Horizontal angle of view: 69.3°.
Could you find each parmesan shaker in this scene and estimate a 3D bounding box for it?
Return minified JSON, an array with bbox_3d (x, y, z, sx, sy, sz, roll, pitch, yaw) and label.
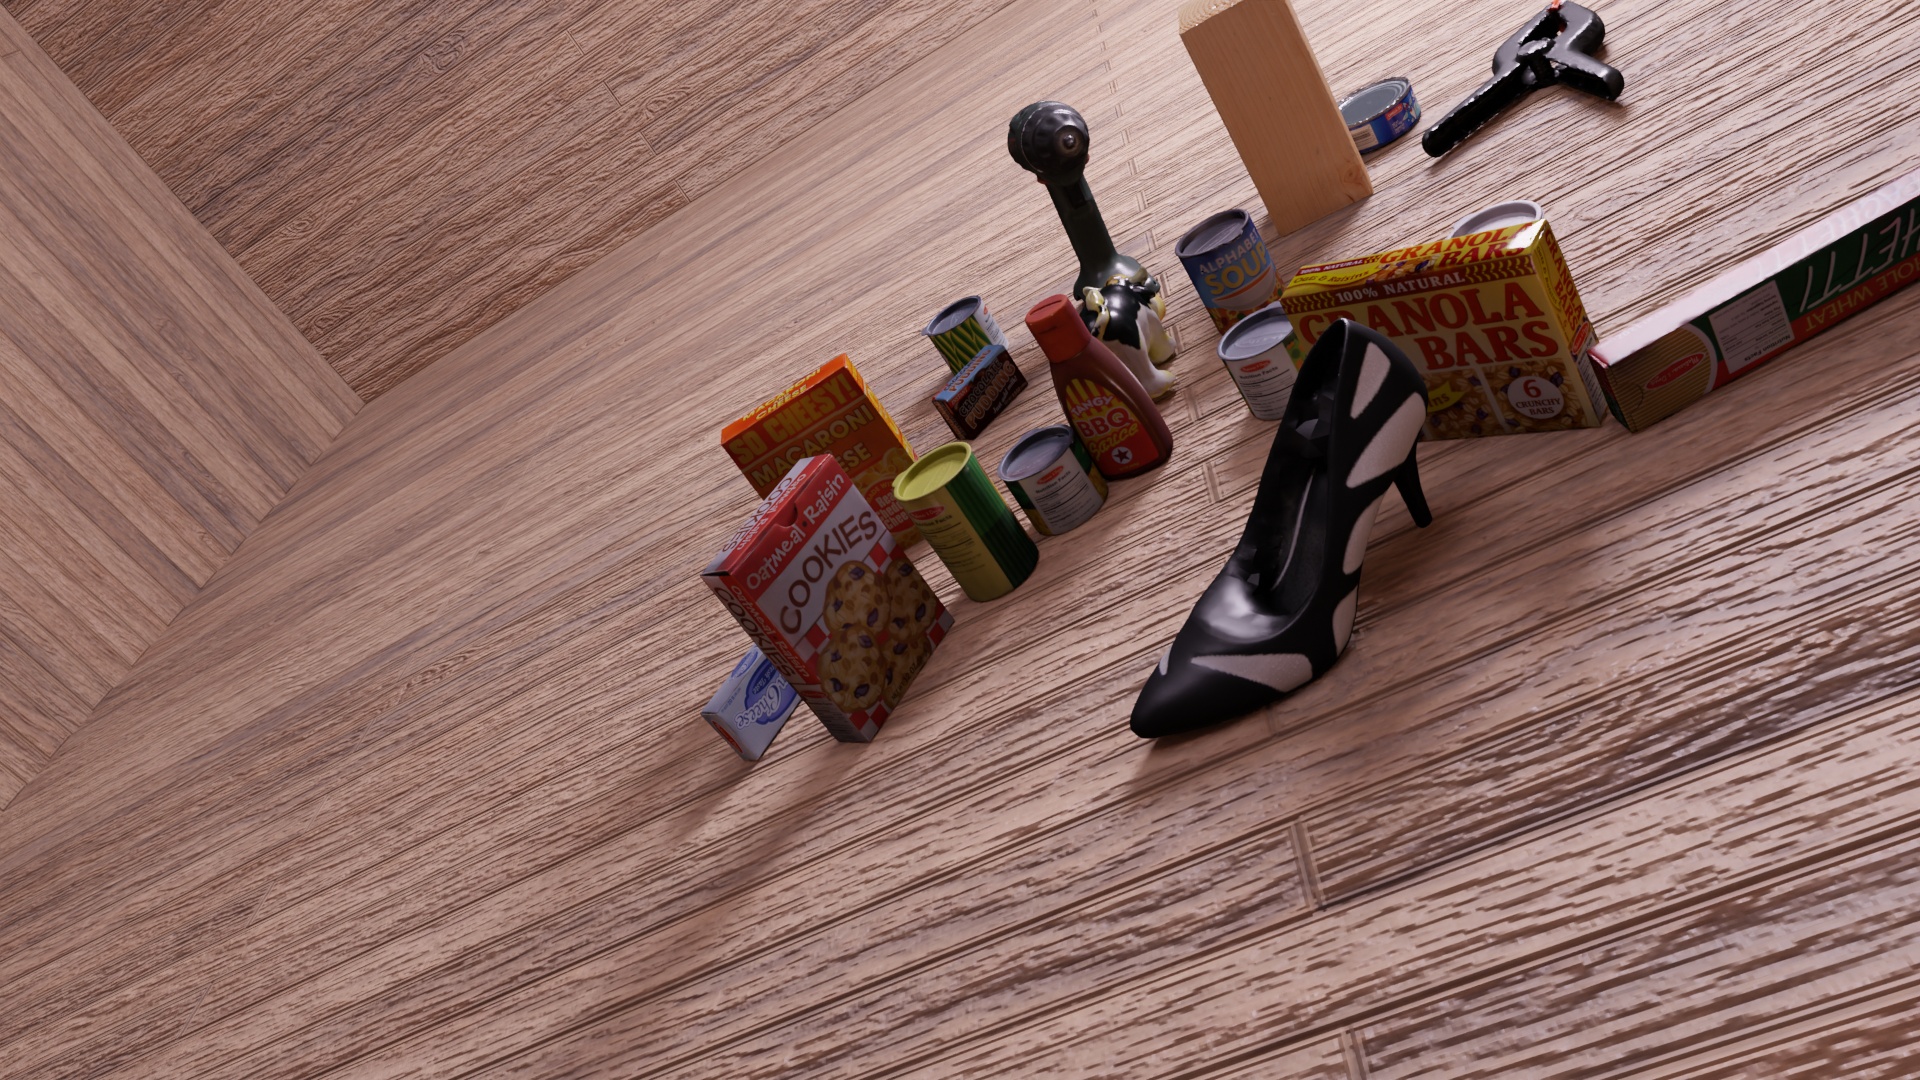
[{"bbox_3d":[0.004,-0.013,1.034,0.071,0.102,0.071,-28,27,15],"label":"parmesan shaker"}]

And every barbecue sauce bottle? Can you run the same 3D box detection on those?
[{"bbox_3d":[0.100,-0.115,1.040,0.064,0.148,0.044,-18,31,31],"label":"barbecue sauce bottle"}]

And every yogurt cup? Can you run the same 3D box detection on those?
[{"bbox_3d":[0.375,-0.193,0.956,0.072,0.053,0.073,-27,27,15],"label":"yogurt cup"}]

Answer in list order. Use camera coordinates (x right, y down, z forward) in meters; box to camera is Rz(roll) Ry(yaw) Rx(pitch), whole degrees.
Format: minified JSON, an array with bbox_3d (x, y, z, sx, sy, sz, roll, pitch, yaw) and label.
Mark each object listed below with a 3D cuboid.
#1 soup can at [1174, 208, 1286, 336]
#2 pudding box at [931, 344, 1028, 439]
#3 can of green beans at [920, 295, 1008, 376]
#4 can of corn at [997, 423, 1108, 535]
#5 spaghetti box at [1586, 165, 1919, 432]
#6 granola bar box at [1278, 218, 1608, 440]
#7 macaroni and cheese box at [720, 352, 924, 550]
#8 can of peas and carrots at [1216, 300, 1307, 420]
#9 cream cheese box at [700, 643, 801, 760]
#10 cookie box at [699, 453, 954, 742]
[{"bbox_3d":[0.225,-0.218,1.141,0.071,0.083,0.072,-28,27,15],"label":"soup can"},{"bbox_3d":[0.018,-0.138,1.288,0.084,0.049,0.030,-46,28,-22],"label":"pudding box"},{"bbox_3d":[0.007,-0.205,1.404,0.071,0.057,0.071,-27,27,15],"label":"can of green beans"},{"bbox_3d":[0.071,-0.047,1.063,0.071,0.058,0.071,-27,27,15],"label":"can of corn"},{"bbox_3d":[0.472,-0.144,0.764,0.250,0.050,0.029,-30,26,10],"label":"spaghetti box"},{"bbox_3d":[0.295,-0.122,0.849,0.165,0.124,0.039,-2,41,49],"label":"granola bar box"},{"bbox_3d":[-0.101,-0.055,1.156,0.123,0.166,0.040,-31,26,8],"label":"macaroni and cheese box"},{"bbox_3d":[0.231,-0.132,1.016,0.071,0.058,0.071,-27,27,15],"label":"can of peas and carrots"},{"bbox_3d":[-0.148,0.112,1.059,0.024,0.053,0.104,-8,36,43],"label":"cream cheese box"},{"bbox_3d":[-0.088,0.041,0.978,0.040,0.167,0.123,-6,38,45],"label":"cookie box"}]
